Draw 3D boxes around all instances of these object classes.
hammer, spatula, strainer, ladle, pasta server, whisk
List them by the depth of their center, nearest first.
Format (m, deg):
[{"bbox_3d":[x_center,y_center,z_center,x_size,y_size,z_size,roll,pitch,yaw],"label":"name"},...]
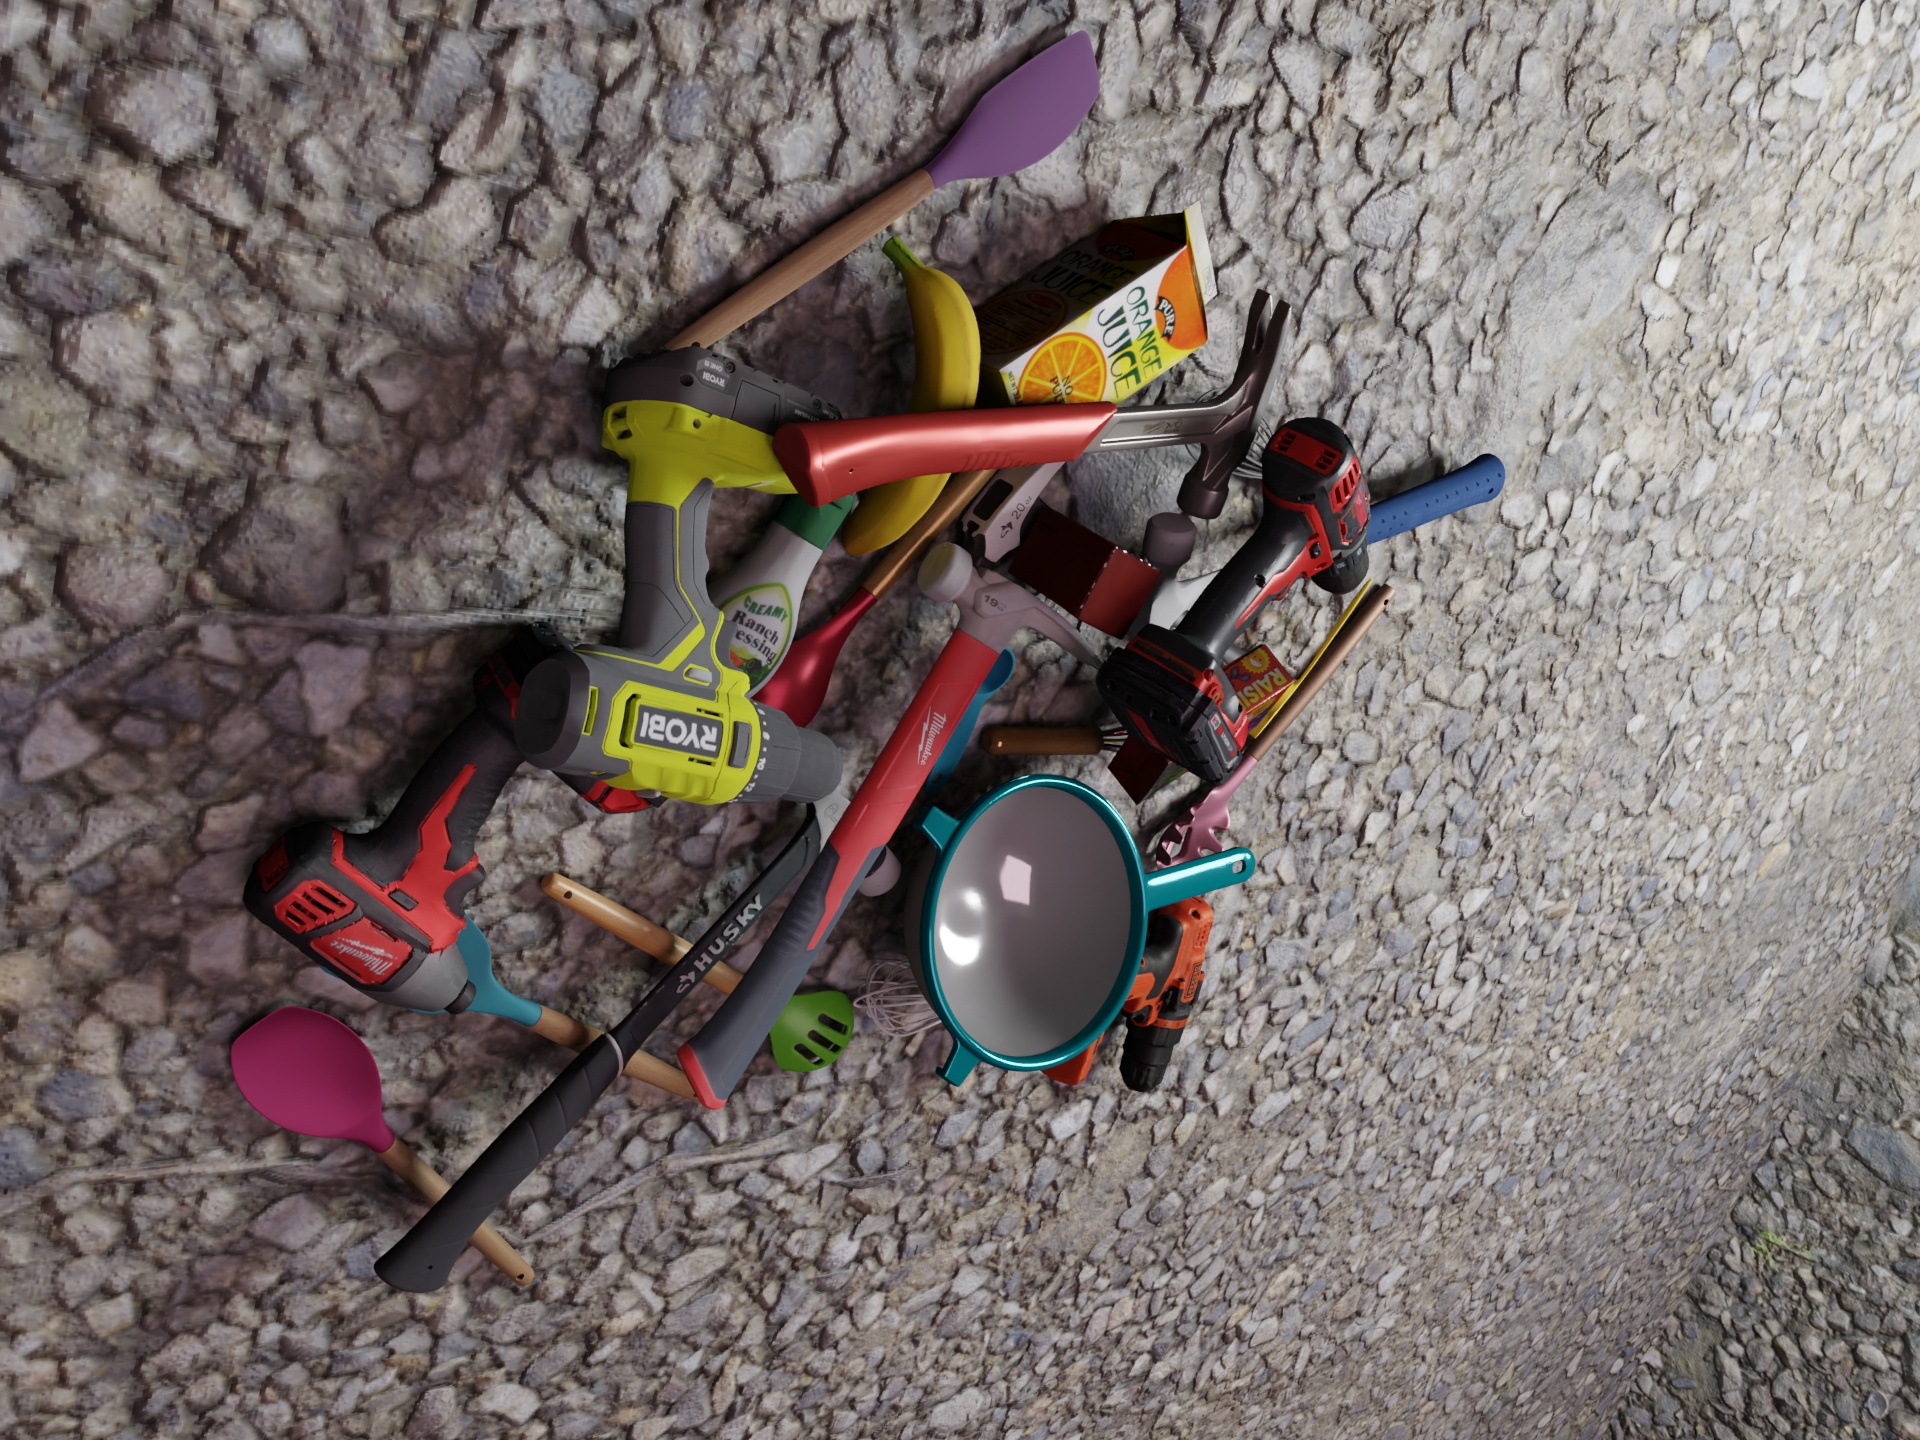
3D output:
[{"bbox_3d":[-0.038,-0.292,0.905,0.316,0.018,0.059,-38,139,-15],"label":"spatula"},{"bbox_3d":[0.052,-0.175,0.924,0.359,0.037,0.149,-12,129,-38],"label":"hammer"},{"bbox_3d":[-0.210,0.196,1.013,0.409,0.036,0.149,-47,132,-14],"label":"hammer"},{"bbox_3d":[-0.041,-0.100,1.017,0.315,0.031,0.069,-49,133,-6],"label":"ladle"},{"bbox_3d":[-0.262,0.190,1.022,0.082,0.044,0.317,-50,140,-5],"label":"spatula"},{"bbox_3d":[-0.055,0.084,1.029,0.143,0.038,0.386,31,90,-29],"label":"hammer"},{"bbox_3d":[0.127,-0.093,1.147,0.334,0.035,0.146,28,98,-45],"label":"hammer"},{"bbox_3d":[0.237,-0.186,1.173,0.238,0.055,0.055,18,104,-48],"label":"whisk"},{"bbox_3d":[0.275,-0.131,1.194,0.405,0.035,0.144,-22,135,-34],"label":"hammer"},{"bbox_3d":[0.080,0.134,1.199,0.340,0.095,0.211,-10,97,-39],"label":"strainer"},{"bbox_3d":[0.121,0.014,1.203,0.244,0.047,0.051,0,117,-35],"label":"whisk"},{"bbox_3d":[0.014,0.213,1.238,0.246,0.058,0.059,8,151,-46],"label":"whisk"},{"bbox_3d":[0.263,0.013,1.317,0.316,0.040,0.060,-50,131,-4],"label":"pasta server"}]

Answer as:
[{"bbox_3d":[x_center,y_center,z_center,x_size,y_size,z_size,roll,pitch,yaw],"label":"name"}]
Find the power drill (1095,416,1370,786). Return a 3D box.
[{"bbox_3d":[0.200,-0.072,1.066,0.227,0.080,0.187,-55,151,-6],"label":"power drill"}]

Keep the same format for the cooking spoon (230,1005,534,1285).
[{"bbox_3d":[-0.352,0.281,1.008,0.069,0.017,0.318,-36,132,-14],"label":"cooking spoon"}]

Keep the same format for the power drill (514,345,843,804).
[{"bbox_3d":[-0.130,-0.067,0.862,0.190,0.080,0.228,15,80,-44],"label":"power drill"}]

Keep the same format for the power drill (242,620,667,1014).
[{"bbox_3d":[-0.269,0.064,0.890,0.219,0.079,0.143,-43,123,-4],"label":"power drill"}]

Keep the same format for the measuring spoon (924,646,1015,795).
[{"bbox_3d":[-0.002,-0.004,1.117,0.042,0.021,0.128,4,123,-39],"label":"measuring spoon"}]

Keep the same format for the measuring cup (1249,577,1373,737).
[{"bbox_3d":[0.270,-0.055,1.262,0.156,0.029,0.062,-56,169,18],"label":"measuring cup"}]

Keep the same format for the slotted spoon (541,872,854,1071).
[{"bbox_3d":[-0.169,0.174,1.082,0.070,0.031,0.313,-53,134,-4],"label":"slotted spoon"}]
